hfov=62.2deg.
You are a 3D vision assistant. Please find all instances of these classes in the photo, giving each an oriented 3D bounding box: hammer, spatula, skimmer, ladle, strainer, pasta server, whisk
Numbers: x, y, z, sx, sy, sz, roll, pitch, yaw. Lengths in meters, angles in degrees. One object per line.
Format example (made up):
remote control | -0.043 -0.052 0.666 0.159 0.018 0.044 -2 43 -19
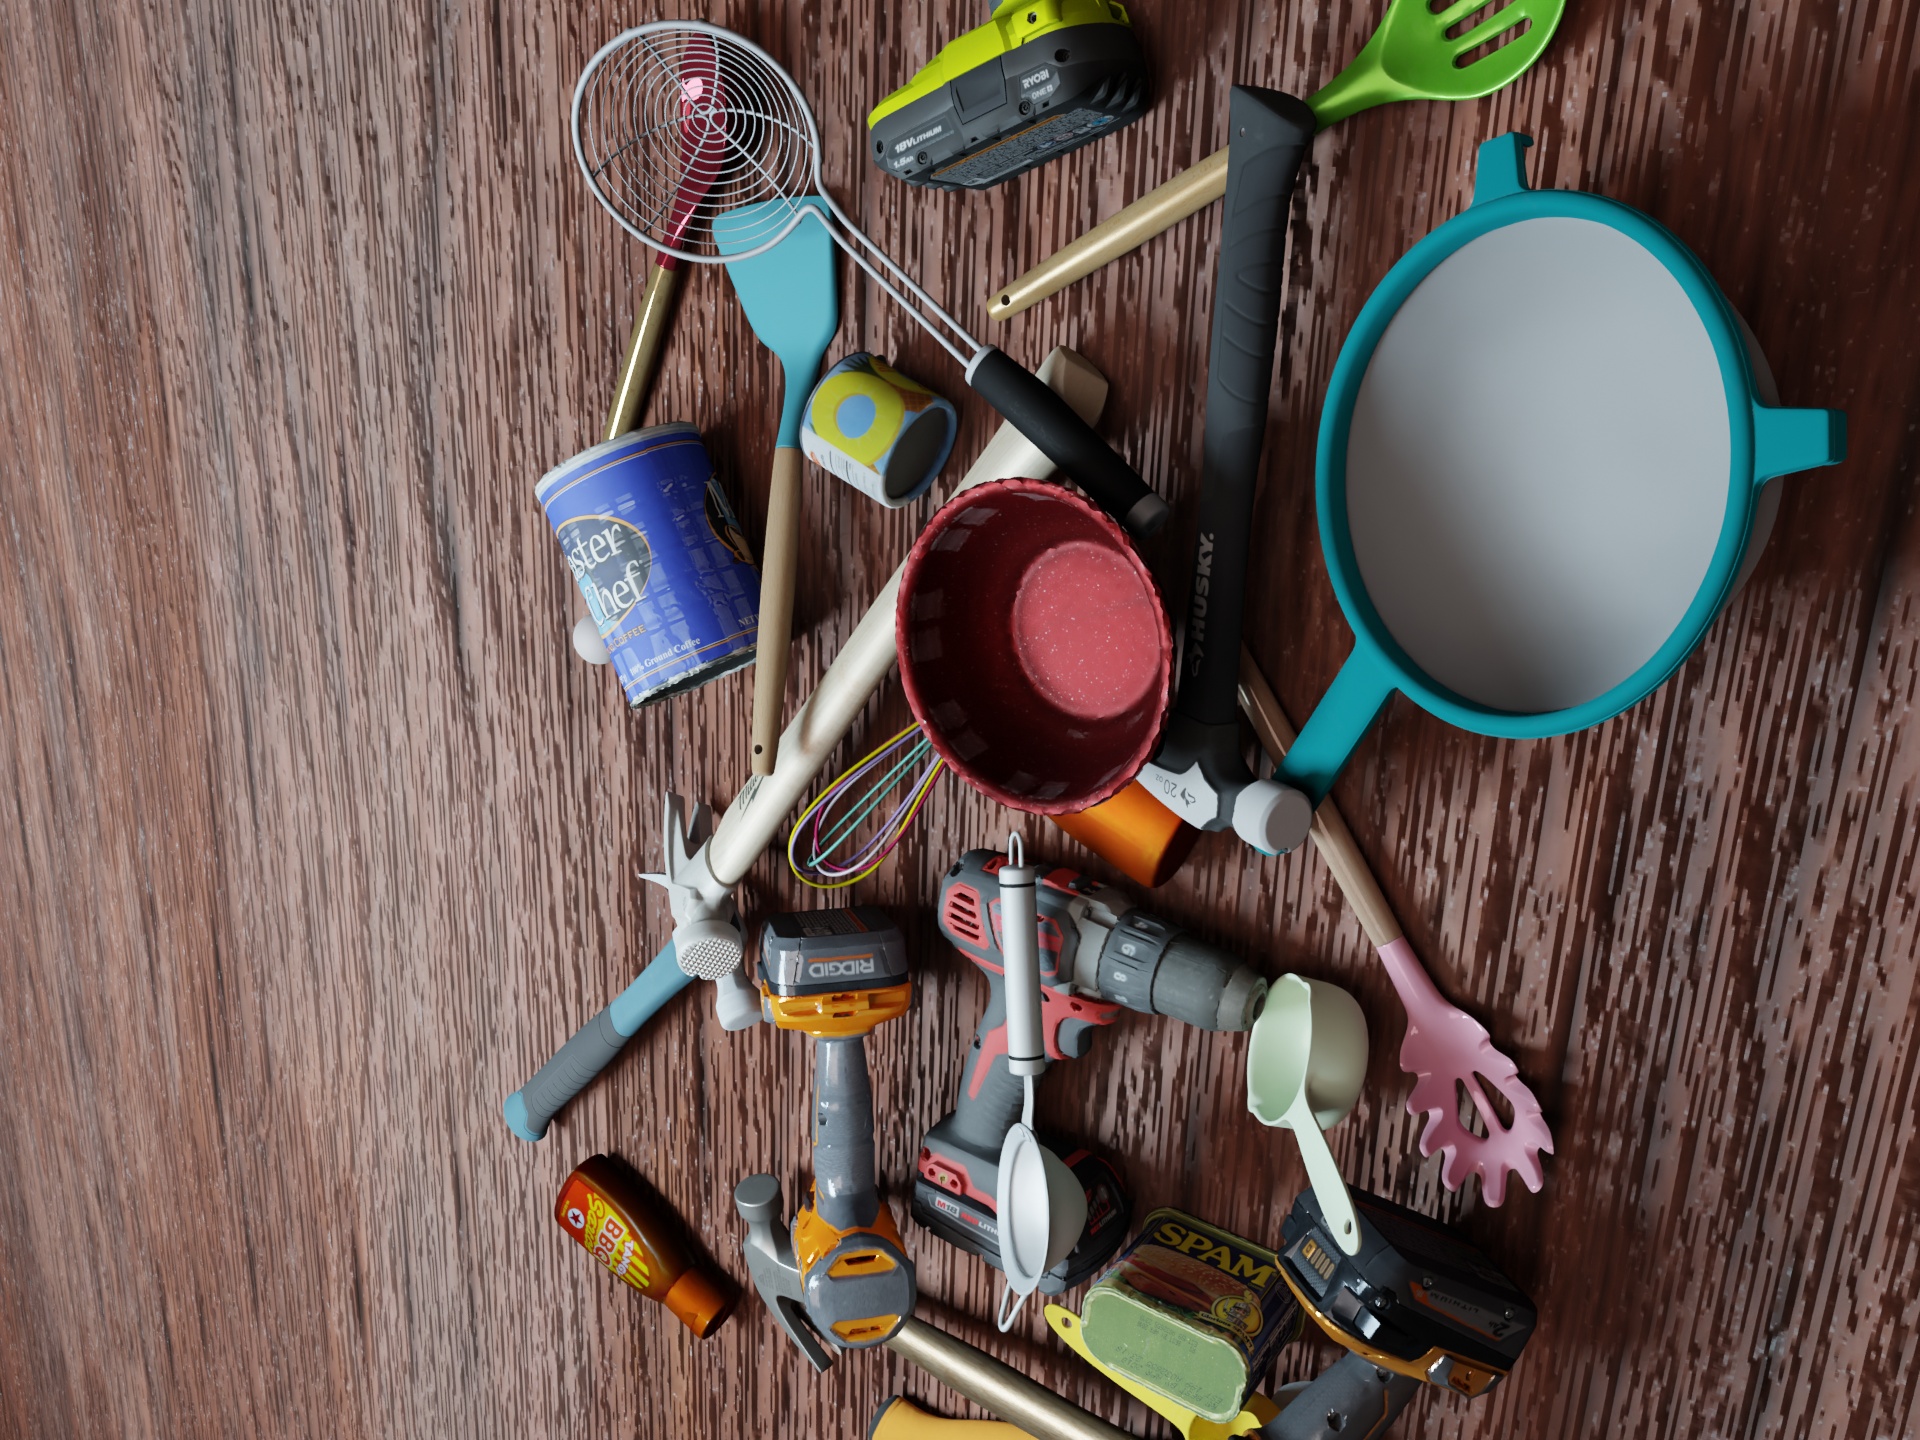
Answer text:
hammer | 0.082 0.456 0.969 0.337 0.034 0.127 -12 96 35
hammer | 0.122 -0.117 0.739 0.146 0.035 0.334 30 121 57
spatula | -0.106 -0.128 0.887 0.082 0.044 0.317 1 85 30
hammer | -0.011 0.393 0.978 0.331 0.031 0.130 14 124 38
skimmer | -0.048 -0.206 0.779 0.363 0.090 0.127 46 133 18
ladle | -0.181 -0.246 0.943 0.069 0.031 0.315 54 132 39
strainer | 0.230 -0.058 0.686 0.211 0.095 0.340 61 144 34
pasta server | 0.197 0.086 0.783 0.060 0.040 0.316 -29 85 21
hammer | -0.055 -0.039 0.894 0.410 0.038 0.146 -52 33 25
strainer | 0.038 0.186 0.828 0.087 0.050 0.258 180 86 -74
whisk | 0.000 -0.002 0.840 0.047 0.051 0.245 45 98 4
hammer | -0.238 0.212 1.093 0.331 0.033 0.128 -44 57 39

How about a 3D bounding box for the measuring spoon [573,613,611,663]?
measuring spoon | -0.215 -0.078 1.020 0.124 0.018 0.034 -43 78 33

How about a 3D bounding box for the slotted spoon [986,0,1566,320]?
slotted spoon | 0.131 -0.262 0.733 0.314 0.031 0.070 -23 90 38

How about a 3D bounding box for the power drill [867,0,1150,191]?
power drill | -0.012 -0.381 0.764 0.190 0.080 0.228 -12 94 35

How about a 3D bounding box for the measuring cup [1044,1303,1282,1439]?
measuring cup | 0.116 0.369 0.887 0.157 0.029 0.062 30 118 27

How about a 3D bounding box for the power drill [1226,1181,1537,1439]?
power drill | 0.151 0.338 0.770 0.226 0.185 0.084 -59 27 7

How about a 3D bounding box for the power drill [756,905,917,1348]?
power drill | -0.073 0.228 0.938 0.084 0.164 0.226 -4 91 -11

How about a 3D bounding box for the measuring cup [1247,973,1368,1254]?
measuring cup | 0.179 0.191 0.761 0.038 0.168 0.083 12 118 -11

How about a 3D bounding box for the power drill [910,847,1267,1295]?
power drill | 0.065 0.196 0.879 0.188 0.080 0.226 18 109 30
